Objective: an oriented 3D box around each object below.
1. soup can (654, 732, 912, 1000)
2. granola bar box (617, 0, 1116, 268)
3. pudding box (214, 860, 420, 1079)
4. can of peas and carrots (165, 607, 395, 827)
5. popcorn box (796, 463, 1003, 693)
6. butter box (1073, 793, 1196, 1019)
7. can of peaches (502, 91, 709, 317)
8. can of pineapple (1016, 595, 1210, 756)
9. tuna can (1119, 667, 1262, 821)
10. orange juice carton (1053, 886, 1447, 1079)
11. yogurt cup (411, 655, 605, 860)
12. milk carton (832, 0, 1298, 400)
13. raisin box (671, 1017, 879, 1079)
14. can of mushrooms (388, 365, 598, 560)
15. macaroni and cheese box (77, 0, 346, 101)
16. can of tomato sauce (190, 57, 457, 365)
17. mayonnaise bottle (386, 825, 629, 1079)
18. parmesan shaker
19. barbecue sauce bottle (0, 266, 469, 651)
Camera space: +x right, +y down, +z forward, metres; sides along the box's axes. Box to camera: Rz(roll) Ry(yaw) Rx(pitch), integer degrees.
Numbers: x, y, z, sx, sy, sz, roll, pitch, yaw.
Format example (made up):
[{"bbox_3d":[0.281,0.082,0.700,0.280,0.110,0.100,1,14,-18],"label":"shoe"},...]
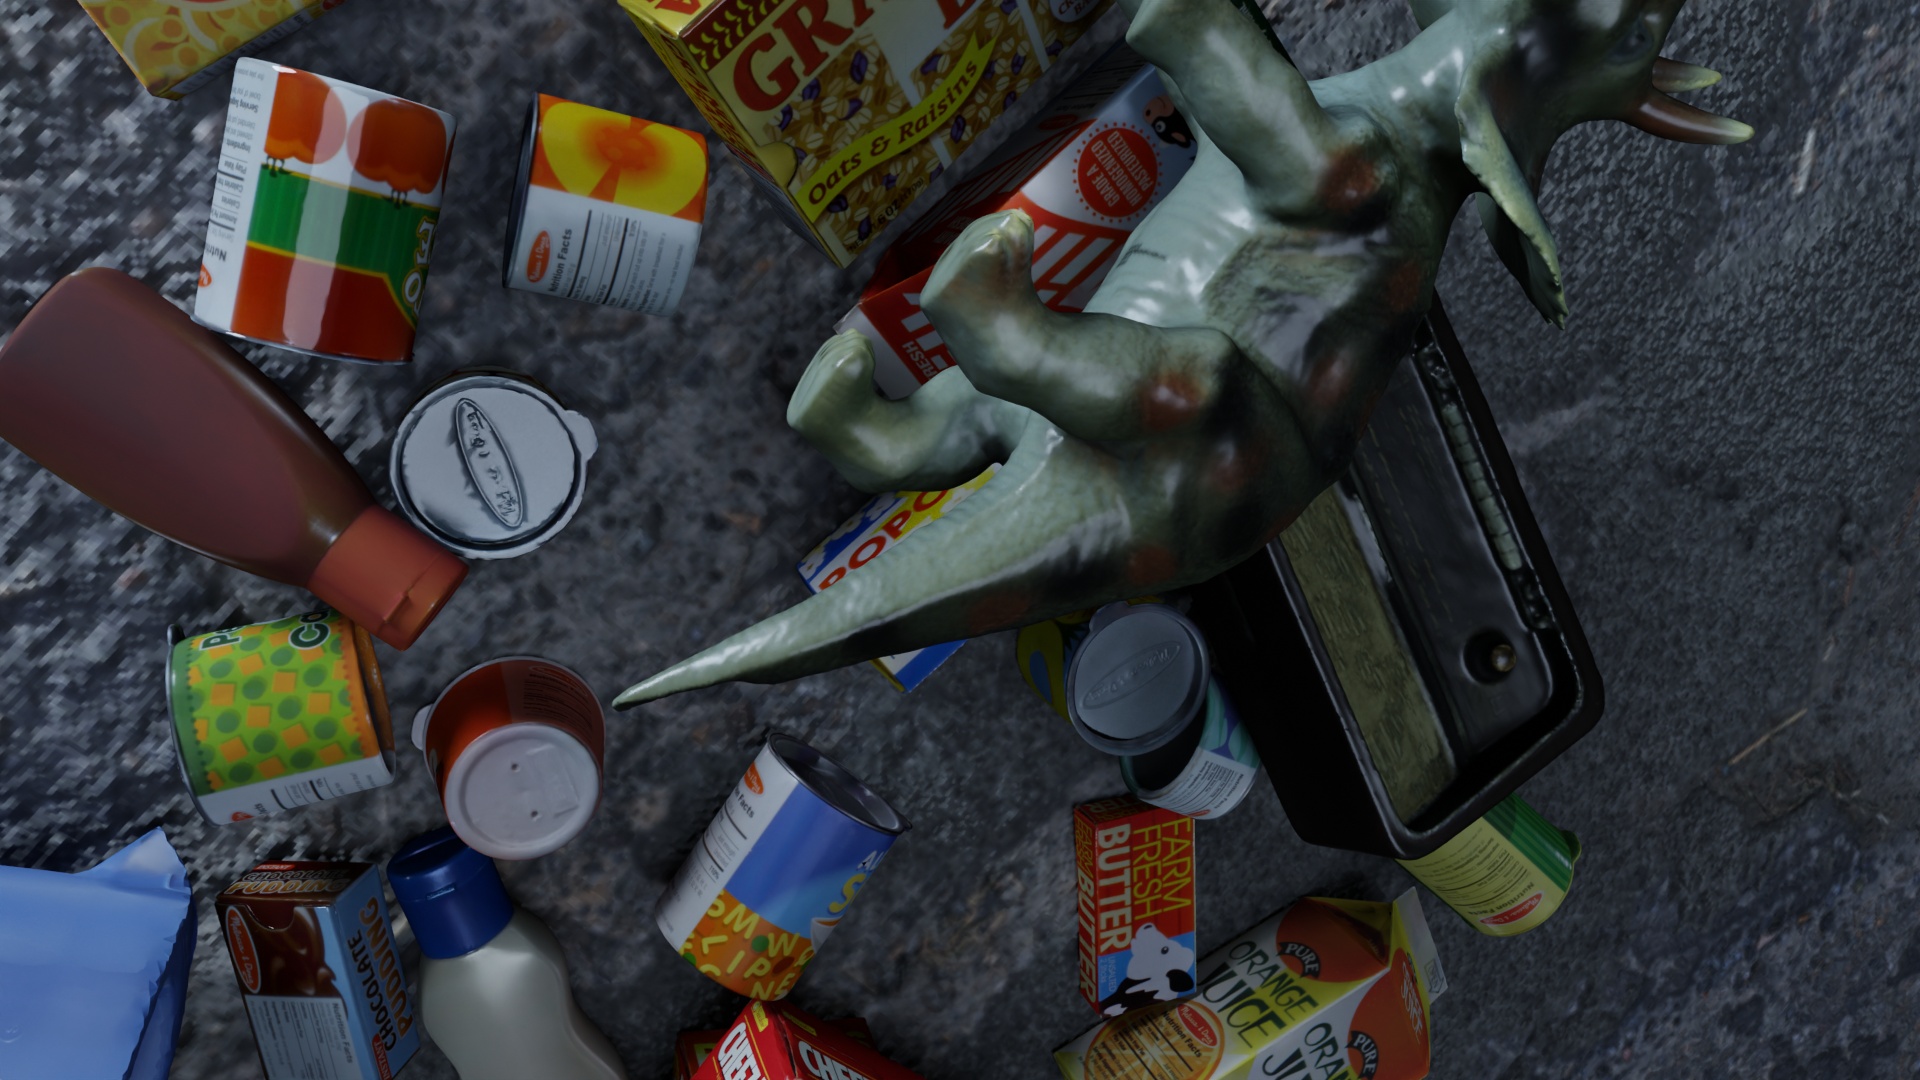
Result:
[{"bbox_3d":[-0.071,0.133,0.561,0.071,0.071,0.083,34,91,-25],"label":"soup can"},{"bbox_3d":[-0.017,-0.191,0.476,0.165,0.039,0.124,-45,149,-4],"label":"granola bar box"},{"bbox_3d":[-0.237,0.162,0.516,0.049,0.030,0.083,-2,108,13],"label":"pudding box"},{"bbox_3d":[-0.234,0.057,0.481,0.059,0.071,0.070,-12,108,-18],"label":"can of peas and carrots"},{"bbox_3d":[0.002,-0.007,0.541,0.127,0.085,0.038,-41,113,-5],"label":"popcorn box"},{"bbox_3d":[0.083,0.168,0.651,0.053,0.024,0.103,-9,107,-19],"label":"butter box"},{"bbox_3d":[-0.122,-0.116,0.477,0.058,0.071,0.071,9,101,-22],"label":"can of peaches"},{"bbox_3d":[0.064,0.049,0.593,0.071,0.058,0.070,-5,106,-19],"label":"can of pineapple"},{"bbox_3d":[0.102,0.086,0.615,0.033,0.071,0.071,23,96,-23],"label":"tuna can"},{"bbox_3d":[0.151,0.241,0.669,0.193,0.073,0.071,-28,112,-12],"label":"orange juice carton"},{"bbox_3d":[-0.165,0.083,0.520,0.072,0.054,0.072,-6,106,-20],"label":"yogurt cup"},{"bbox_3d":[0.042,-0.118,0.533,0.191,0.073,0.072,-42,114,-5],"label":"milk carton"},{"bbox_3d":[-0.085,0.276,0.609,0.086,0.040,0.123,3,104,-20],"label":"raisin box"},{"bbox_3d":[-0.167,-0.029,0.500,0.071,0.033,0.071,-5,105,-19],"label":"can of mushrooms"},{"bbox_3d":[-0.213,-0.233,0.425,0.167,0.040,0.123,-35,113,-8],"label":"macaroni and cheese box"},{"bbox_3d":[-0.203,-0.105,0.449,0.071,0.071,0.083,11,100,-23],"label":"can of tomato sauce"},{"bbox_3d":[-0.180,0.183,0.549,0.065,0.041,0.147,-20,109,-14],"label":"mayonnaise bottle"},{"bbox_3d":[0.244,0.138,0.679,0.103,0.071,0.071,40,88,-24],"label":"parmesan shaker"},{"bbox_3d":[-0.234,-0.020,0.454,0.148,0.044,0.065,38,98,-11],"label":"barbecue sauce bottle"}]
